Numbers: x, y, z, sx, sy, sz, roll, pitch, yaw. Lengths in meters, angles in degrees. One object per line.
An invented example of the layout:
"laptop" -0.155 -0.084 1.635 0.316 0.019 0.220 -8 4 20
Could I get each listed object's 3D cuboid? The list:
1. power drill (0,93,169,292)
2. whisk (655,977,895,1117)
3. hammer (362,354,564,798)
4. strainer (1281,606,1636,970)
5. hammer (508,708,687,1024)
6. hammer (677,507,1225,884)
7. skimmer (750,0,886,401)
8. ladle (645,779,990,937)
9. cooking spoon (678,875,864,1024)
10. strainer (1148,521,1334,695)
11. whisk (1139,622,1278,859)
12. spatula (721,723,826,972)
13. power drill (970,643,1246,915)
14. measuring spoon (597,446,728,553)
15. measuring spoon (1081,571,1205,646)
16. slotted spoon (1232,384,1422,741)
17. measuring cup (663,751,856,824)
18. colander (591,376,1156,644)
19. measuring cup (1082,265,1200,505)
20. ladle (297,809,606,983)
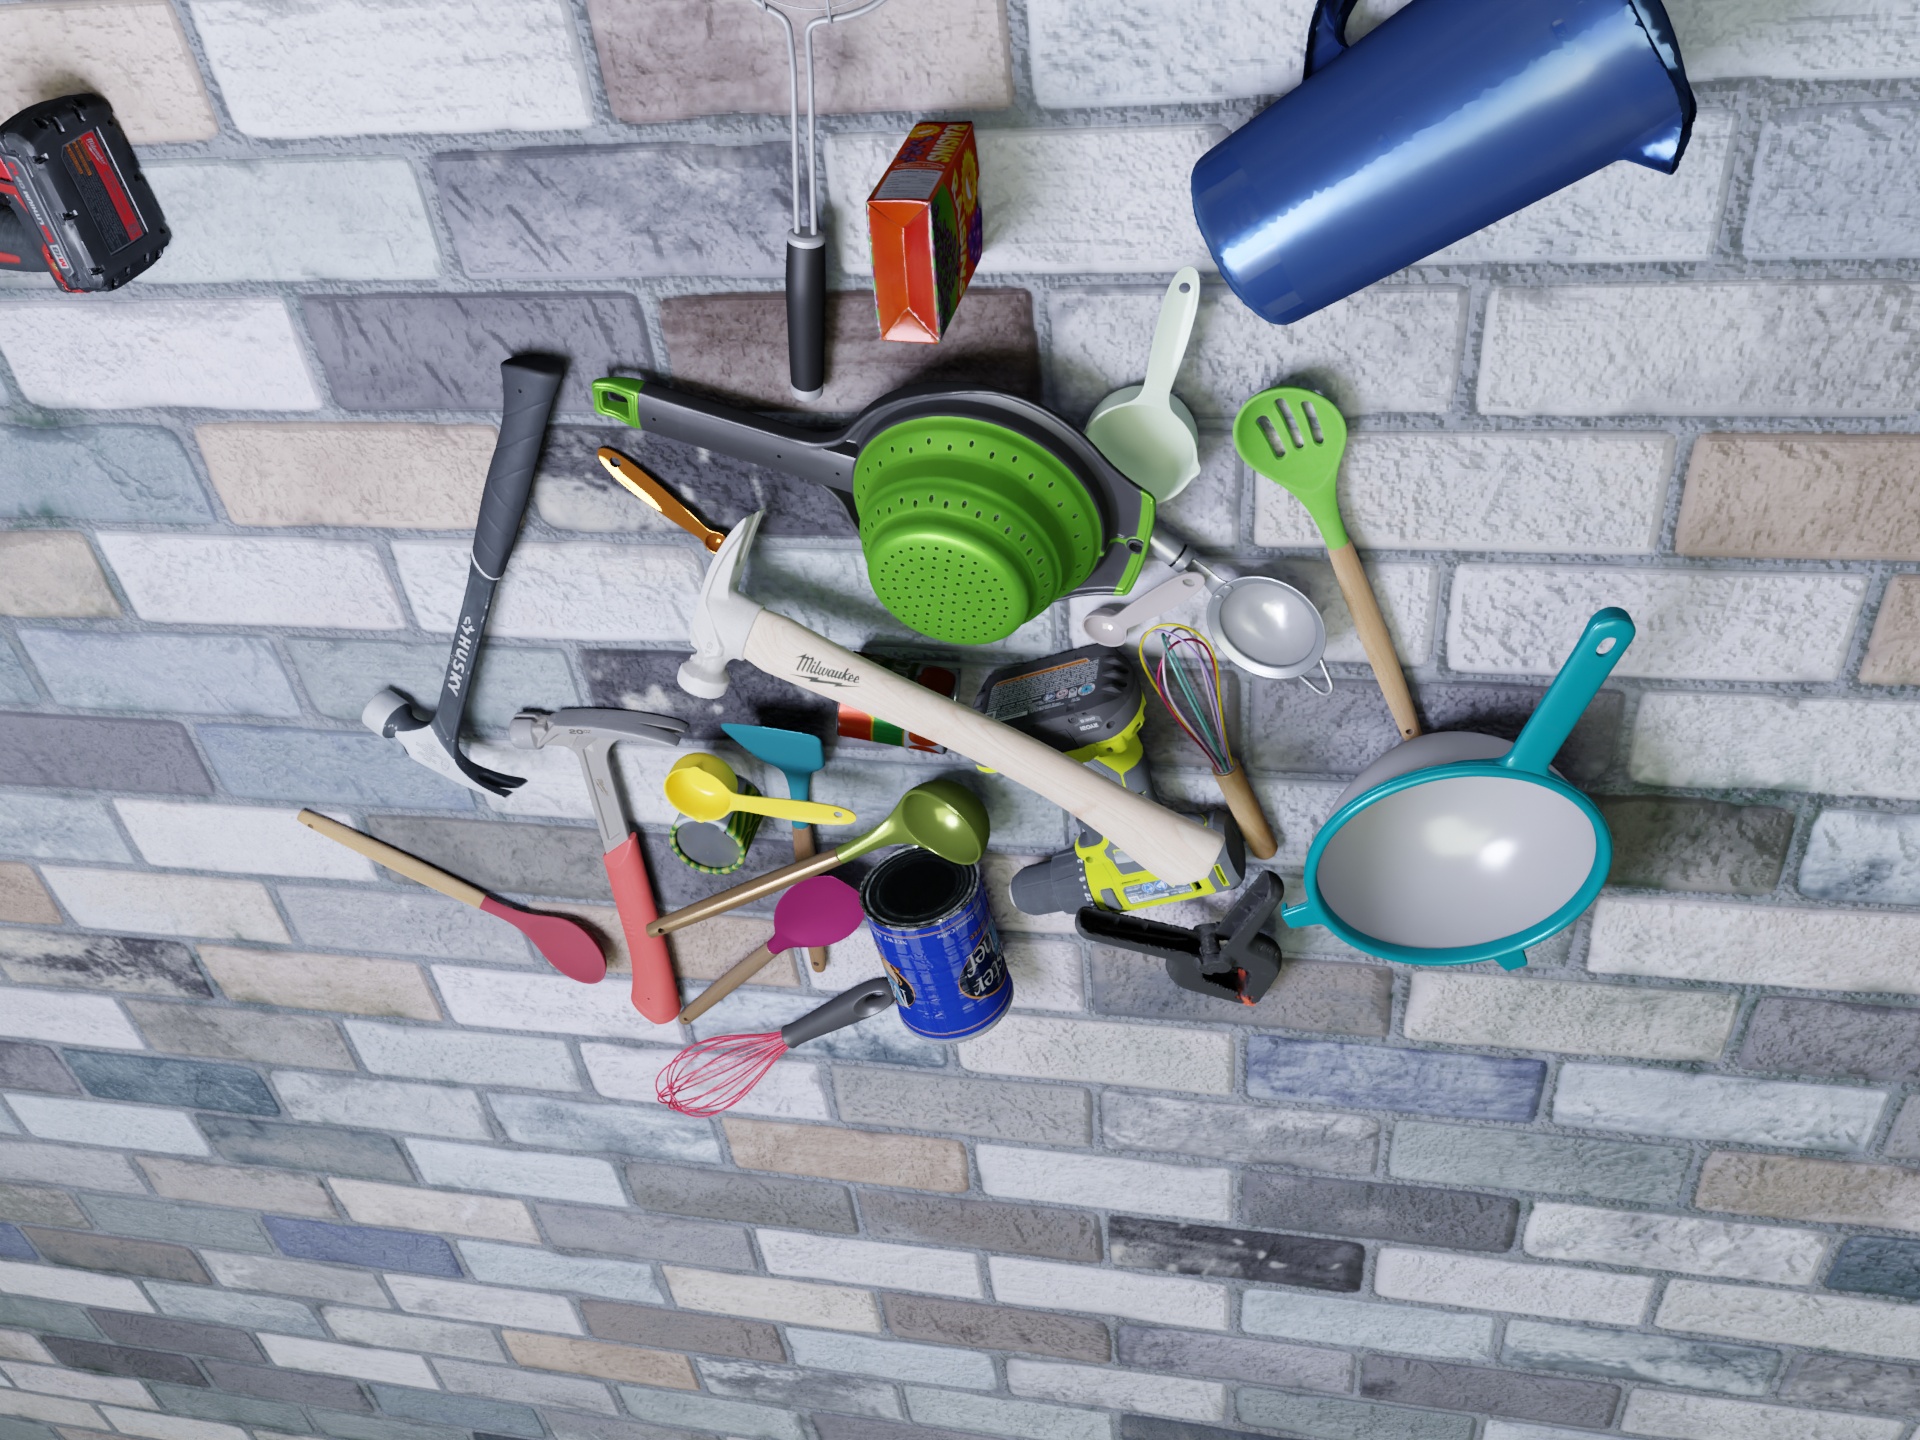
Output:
"power drill" -0.675 -0.367 1.066 0.227 0.080 0.187 1 129 17
"whisk" -0.177 0.307 1.509 0.296 0.073 0.073 -29 117 25
"hammer" -0.362 -0.103 1.214 0.149 0.036 0.408 34 128 7
"strainer" 0.367 0.033 1.112 0.211 0.095 0.340 12 132 -7
"hammer" -0.286 0.138 1.408 0.149 0.037 0.358 4 129 11
"hammer" -0.002 -0.004 1.123 0.410 0.038 0.146 26 116 7
"skimmer" -0.084 -0.358 0.952 0.127 0.090 0.363 12 141 5
"ladle" -0.123 0.126 1.298 0.320 0.062 0.078 -22 117 15
"cooking spoon" -0.180 0.213 1.434 0.068 0.017 0.319 35 134 -15
"strainer" 0.159 -0.108 1.089 0.258 0.050 0.087 35 140 -8
"whisk" 0.193 0.020 1.182 0.047 0.051 0.244 -30 125 2
"spatula" -0.138 0.113 1.344 0.082 0.044 0.317 8 131 12
"power drill" 0.094 0.063 1.224 0.190 0.080 0.228 -15 127 23
"measuring spoon" -0.216 -0.162 1.161 0.117 0.011 0.021 38 128 -13
"measuring spoon" 0.130 -0.083 1.111 0.034 0.018 0.124 36 146 -19
"slotted spoon" 0.262 -0.100 1.079 0.070 0.031 0.313 -15 126 25
"measuring cup" -0.157 0.058 1.266 0.156 0.029 0.062 9 132 5
"colander" -0.075 -0.141 1.062 0.397 0.095 0.204 17 145 5
"measuring cup" 0.126 -0.216 1.011 0.083 0.038 0.167 15 129 2
"ladle" -0.468 0.159 1.478 0.315 0.031 0.069 27 128 -6
